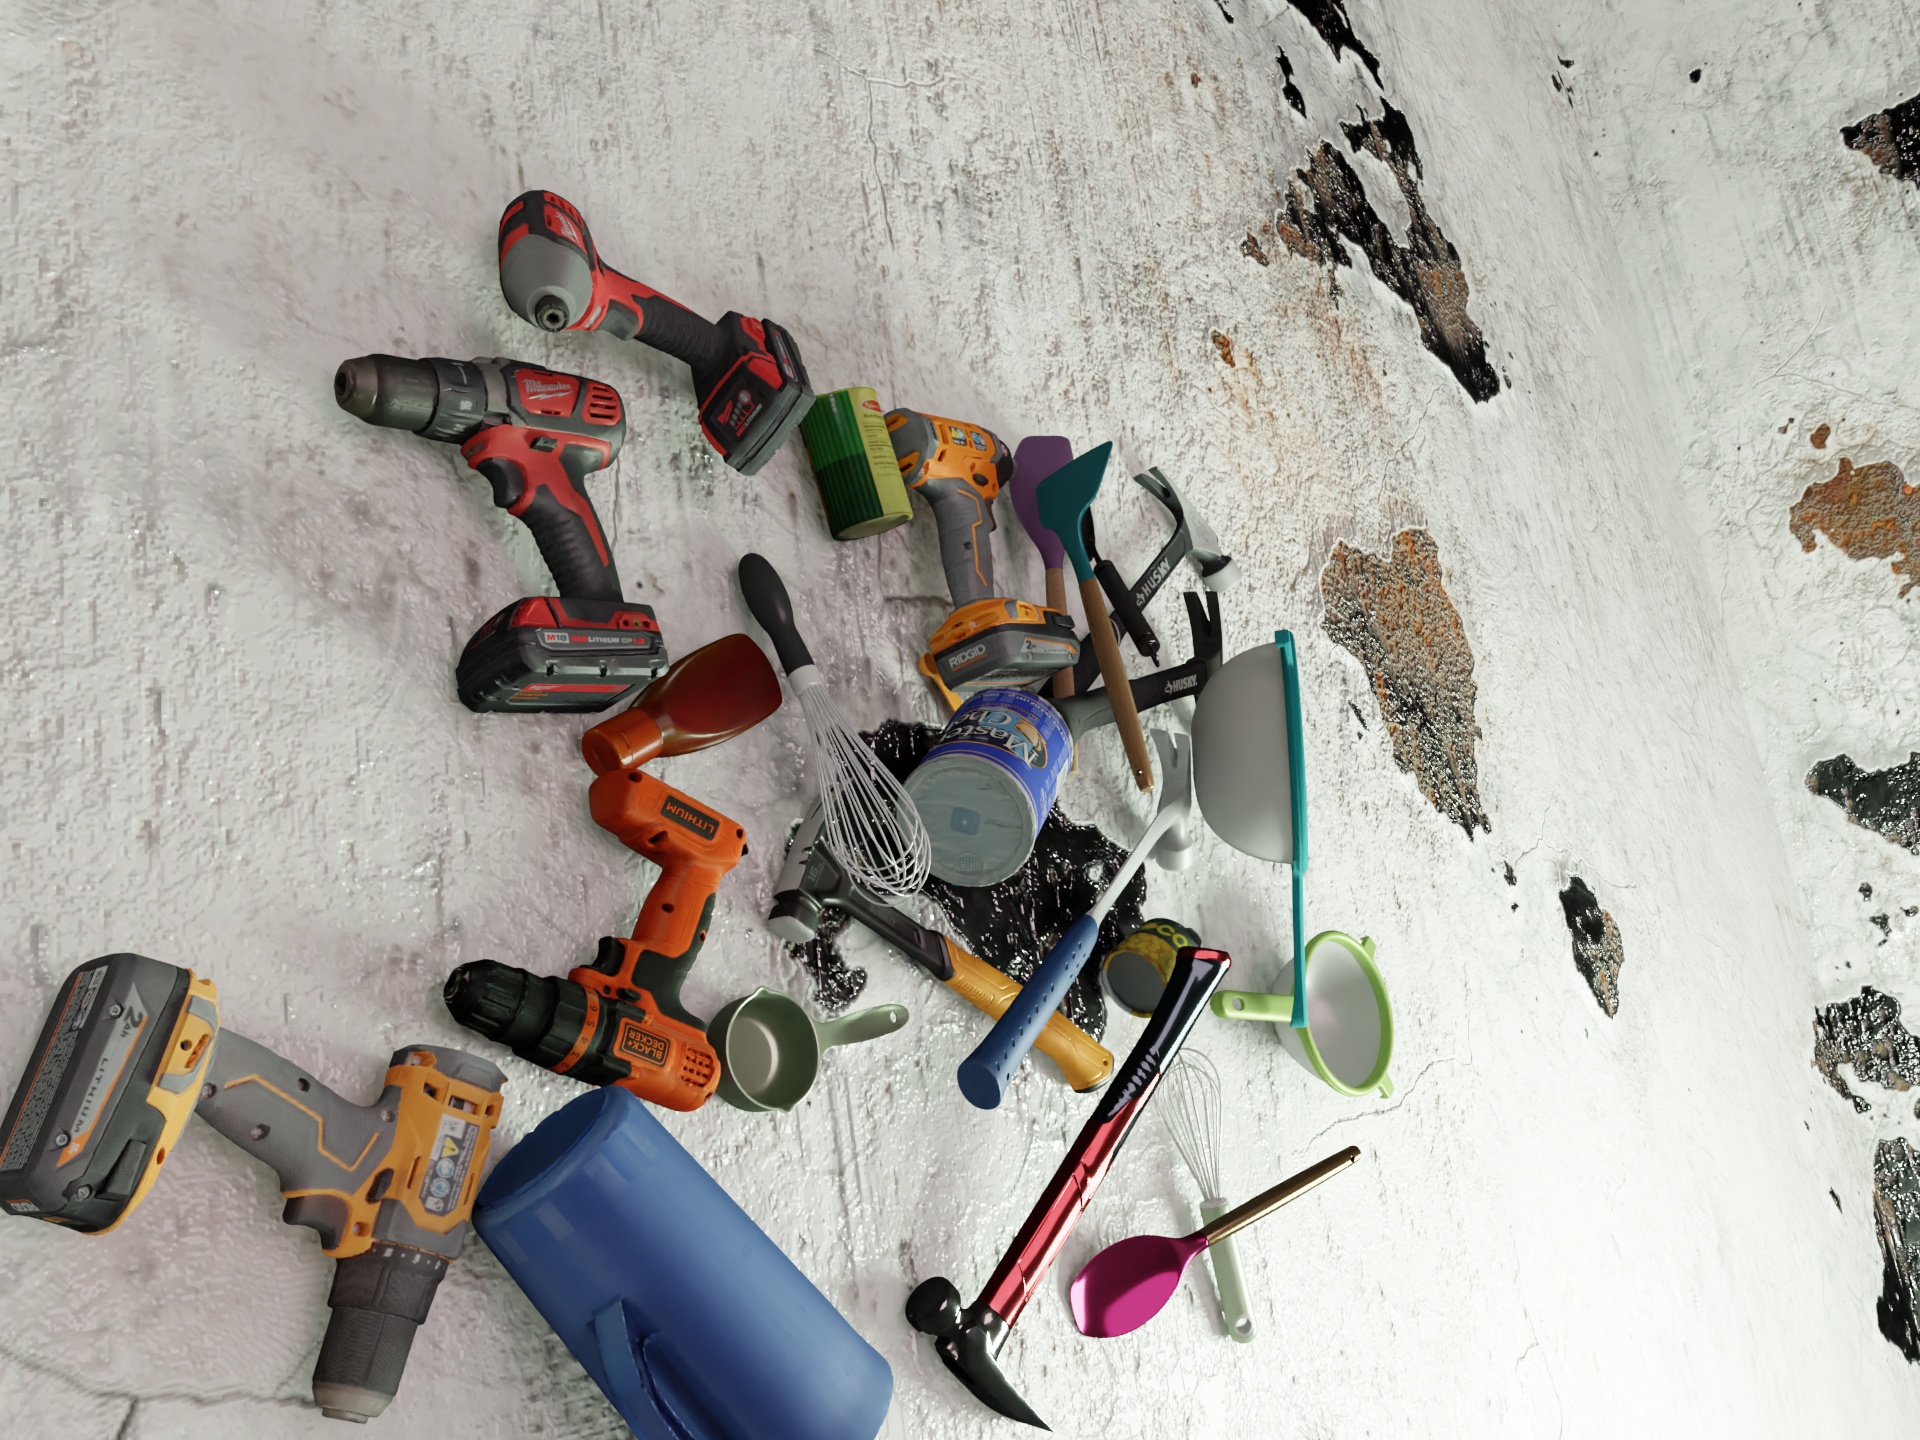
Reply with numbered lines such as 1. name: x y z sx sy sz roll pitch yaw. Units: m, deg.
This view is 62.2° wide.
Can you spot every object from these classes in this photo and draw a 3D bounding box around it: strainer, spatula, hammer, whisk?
1. strainer: 0.121 -0.136 1.382 0.050 0.086 0.259 -16 49 -10
2. spatula: 0.079 -0.104 1.353 0.059 0.018 0.316 -2 70 -5
3. strainer: 0.250 0.093 1.376 0.211 0.095 0.340 24 64 -79
4. hammer: 0.102 0.150 1.236 0.405 0.035 0.144 -46 139 -50
5. whisk: -0.096 0.001 1.115 0.070 0.070 0.285 -5 62 -47
6. strainer: 0.293 0.265 1.433 0.256 0.069 0.152 13 67 -41
7. whisk: 0.206 0.389 1.311 0.058 0.059 0.246 -12 86 -4
8. hammer: 0.157 -0.029 1.371 0.334 0.035 0.146 -15 104 -57
9. hammer: 0.111 0.327 1.186 0.143 0.038 0.386 52 55 -19
10. hammer: 0.142 -0.093 1.449 0.149 0.036 0.409 55 44 -13
11. spatula: 0.117 -0.087 1.284 0.044 0.082 0.318 18 52 -50
12. hammer: 0.001 0.180 1.188 0.336 0.034 0.127 40 50 -28

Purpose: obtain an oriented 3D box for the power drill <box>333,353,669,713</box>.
1. power drill: -0.282 -0.123 0.988 0.187 0.080 0.227 0 71 -47

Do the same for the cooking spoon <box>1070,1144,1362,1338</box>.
1. cooking spoon: 0.211 0.406 1.274 0.319 0.017 0.069 -16 92 -33

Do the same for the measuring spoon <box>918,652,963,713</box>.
1. measuring spoon: -0.002 -0.004 1.281 0.116 0.011 0.021 58 30 -17

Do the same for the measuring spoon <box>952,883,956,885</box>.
1. measuring spoon: 0.022 0.101 1.225 0.042 0.021 0.128 62 25 -1

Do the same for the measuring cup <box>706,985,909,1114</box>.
1. measuring cup: -0.102 0.214 1.064 0.167 0.038 0.083 -4 77 -49

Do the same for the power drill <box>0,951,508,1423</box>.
1. power drill: -0.342 0.229 0.777 0.226 0.084 0.185 34 53 -38

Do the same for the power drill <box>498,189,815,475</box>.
1. power drill: -0.212 -0.265 1.087 0.219 0.078 0.143 27 27 -34

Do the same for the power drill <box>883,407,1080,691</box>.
1. power drill: 0.020 -0.141 1.305 0.164 0.084 0.226 -3 72 -54
